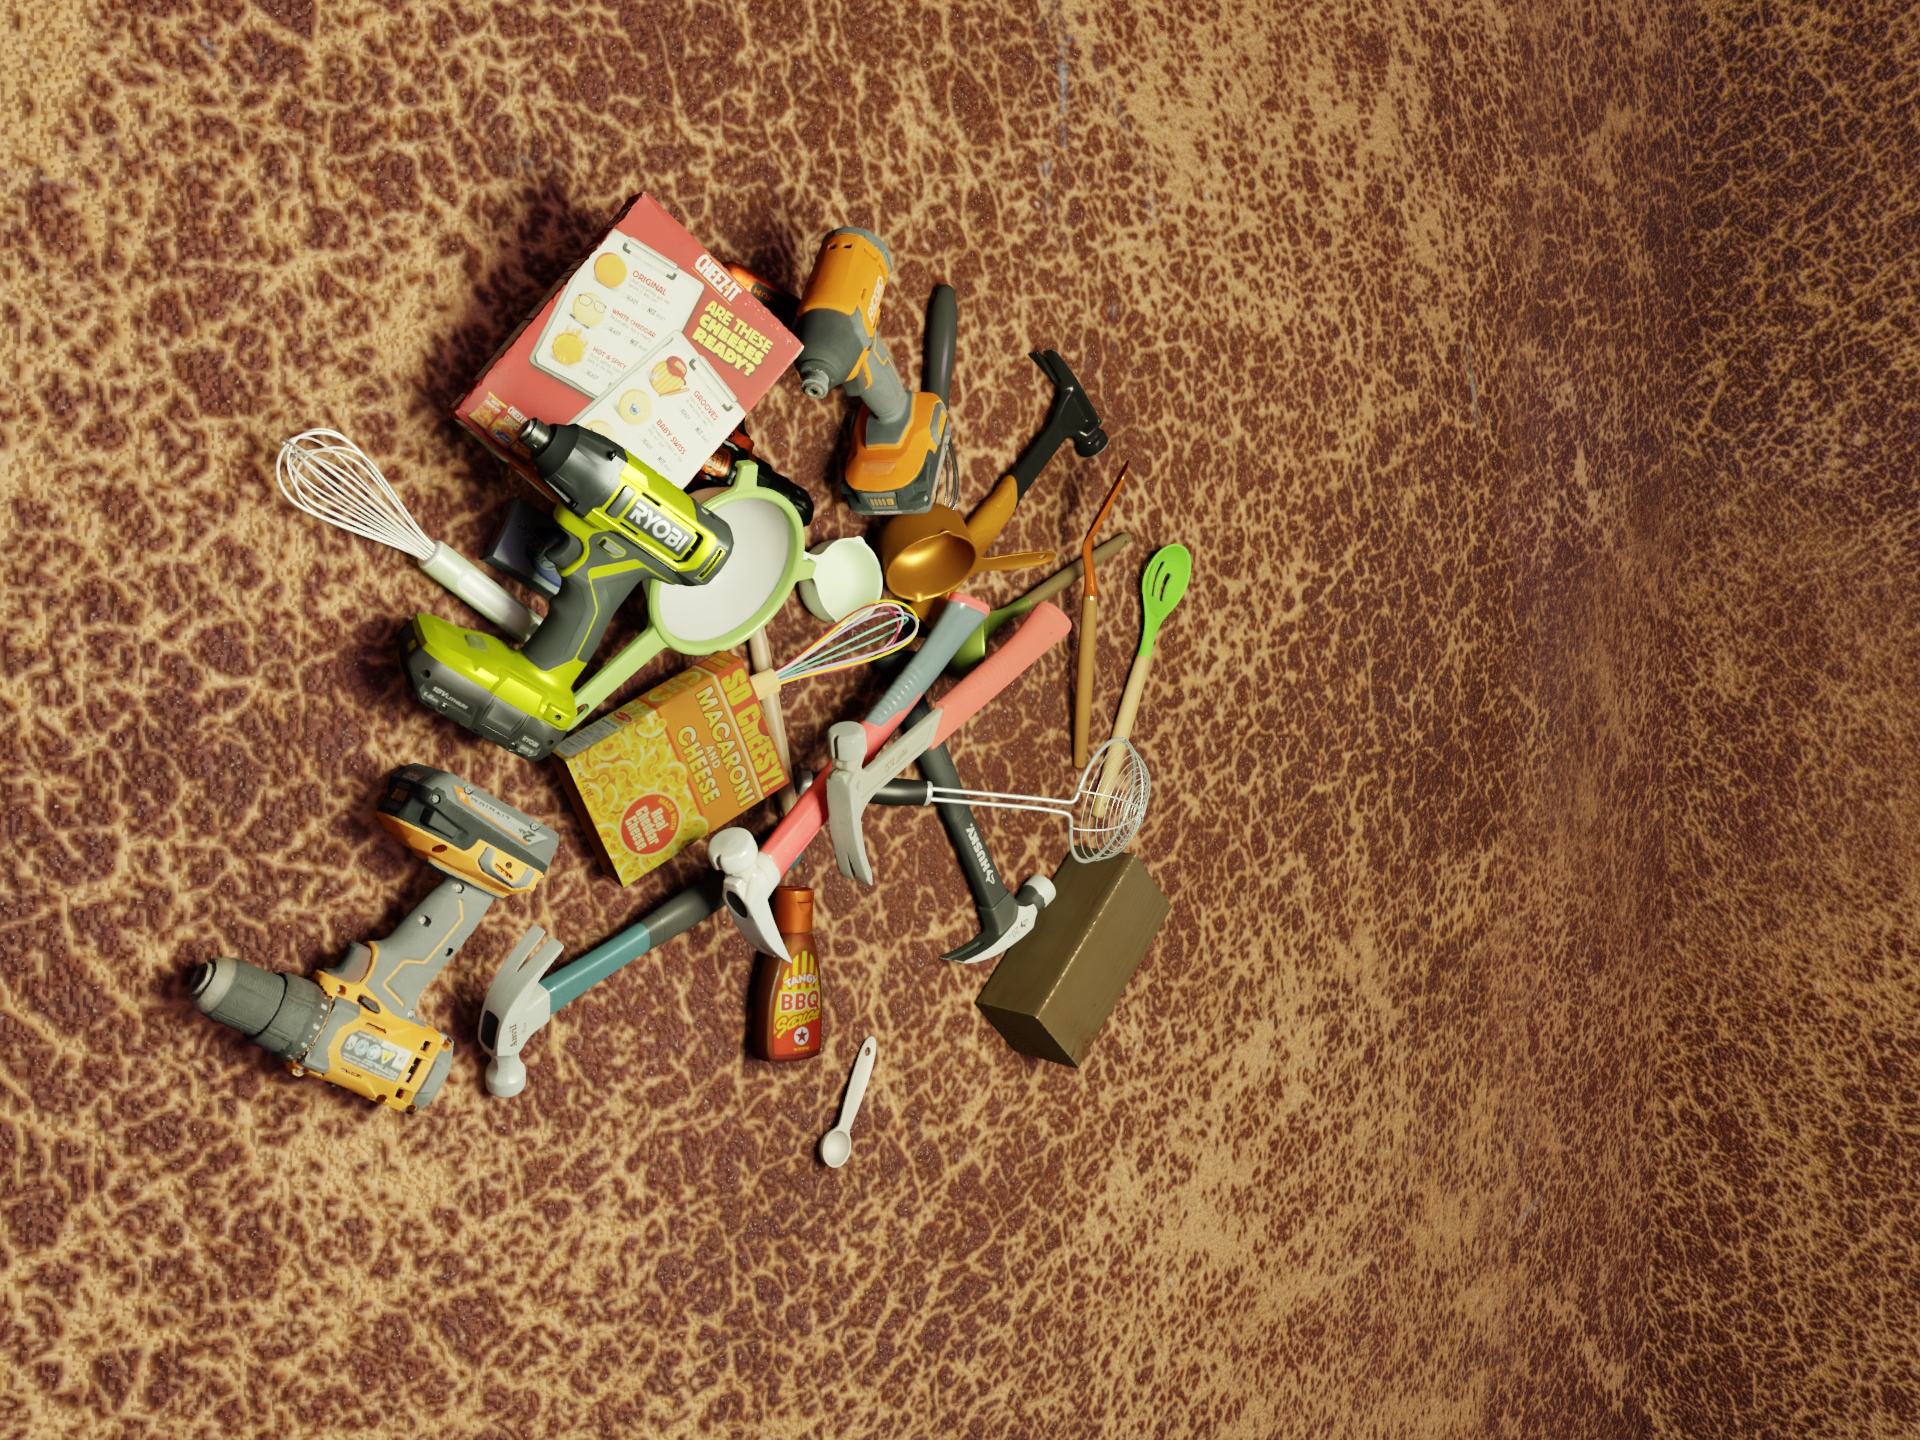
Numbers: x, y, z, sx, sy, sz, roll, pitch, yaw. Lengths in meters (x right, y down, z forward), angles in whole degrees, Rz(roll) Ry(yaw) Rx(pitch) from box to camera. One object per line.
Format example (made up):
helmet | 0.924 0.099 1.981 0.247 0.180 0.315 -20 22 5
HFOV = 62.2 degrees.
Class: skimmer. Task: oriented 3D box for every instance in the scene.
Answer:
skimmer | 0.018 0.066 1.494 0.363 0.090 0.127 6 104 -19

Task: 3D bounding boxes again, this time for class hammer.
hammer | -0.247 0.169 1.283 0.331 0.033 0.128 -32 141 -44
hammer | -0.011 0.079 1.528 0.146 0.035 0.334 -40 119 -36
hammer | -0.079 0.031 1.384 0.386 0.038 0.143 -53 143 -34
hammer | 0.034 -0.214 1.557 0.337 0.034 0.127 -56 128 -27
hammer | -0.002 -0.005 1.427 0.359 0.037 0.149 -41 137 -45

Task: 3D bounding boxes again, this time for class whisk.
whisk | -0.023 -0.295 1.490 0.055 0.055 0.239 11 80 -44
whisk | -0.142 -0.046 1.361 0.245 0.051 0.047 -26 96 -24
whisk | -0.386 -0.124 1.141 0.246 0.059 0.058 43 75 -42

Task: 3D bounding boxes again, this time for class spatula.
spatula | 0.140 -0.104 1.624 0.081 0.041 0.322 -67 161 -71
spatula | -0.171 -0.058 1.374 0.059 0.018 0.316 -18 104 -41

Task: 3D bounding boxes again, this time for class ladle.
ladle | 0.091 -0.125 1.605 0.320 0.062 0.078 -35 135 -41

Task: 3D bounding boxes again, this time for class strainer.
strainer | -0.240 -0.096 1.271 0.256 0.069 0.151 -44 148 -9

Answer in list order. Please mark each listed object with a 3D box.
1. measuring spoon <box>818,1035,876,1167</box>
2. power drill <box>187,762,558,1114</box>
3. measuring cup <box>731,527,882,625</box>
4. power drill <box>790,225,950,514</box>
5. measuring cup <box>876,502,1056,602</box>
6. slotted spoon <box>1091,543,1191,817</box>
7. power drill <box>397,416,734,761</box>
measuring spoon | -0.104 0.350 1.468 0.034 0.018 0.124 40 58 -38
power drill | -0.407 0.143 1.114 0.185 0.084 0.226 37 71 -38
measuring cup | -0.142 -0.135 1.388 0.167 0.038 0.083 20 79 -41
power drill | -0.081 -0.275 1.341 0.226 0.084 0.164 67 29 -51
measuring cup | 0.004 -0.161 1.466 0.173 0.095 0.052 -7 55 -26
slotted spoon | 0.190 -0.045 1.726 0.070 0.031 0.314 27 75 -42
power drill | -0.293 -0.097 1.141 0.171 0.080 0.223 35 97 -37
